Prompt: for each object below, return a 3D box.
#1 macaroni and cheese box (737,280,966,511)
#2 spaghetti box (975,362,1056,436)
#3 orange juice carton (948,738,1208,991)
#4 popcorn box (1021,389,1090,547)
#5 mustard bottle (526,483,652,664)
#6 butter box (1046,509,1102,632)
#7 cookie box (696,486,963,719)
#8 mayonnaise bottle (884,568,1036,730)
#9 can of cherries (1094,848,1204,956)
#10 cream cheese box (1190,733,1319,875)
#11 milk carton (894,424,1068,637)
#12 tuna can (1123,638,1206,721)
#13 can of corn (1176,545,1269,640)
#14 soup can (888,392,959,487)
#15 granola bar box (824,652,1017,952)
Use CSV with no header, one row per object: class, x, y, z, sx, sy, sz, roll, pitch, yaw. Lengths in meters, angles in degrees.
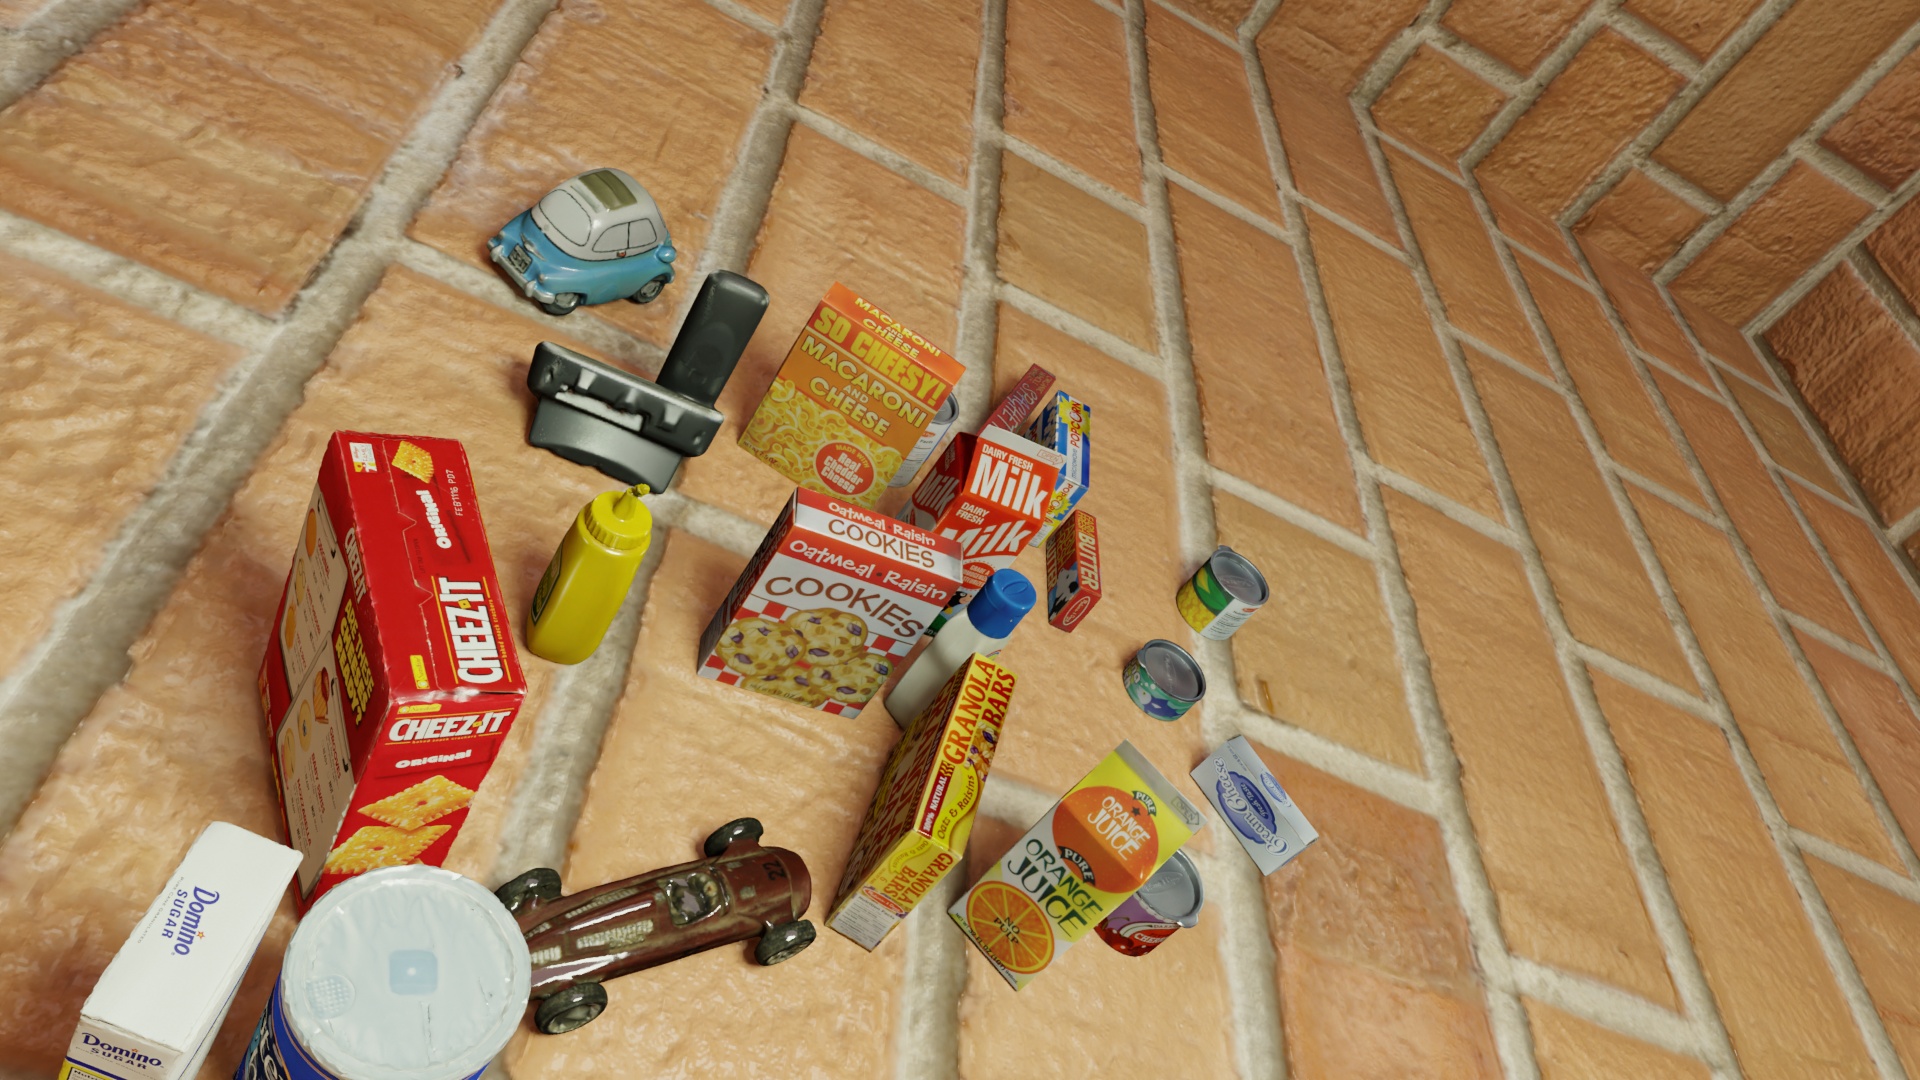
macaroni and cheese box,-0.089,-0.108,1.114,0.124,0.165,0.040,33,37,-6
spaghetti box,0.030,-0.094,1.289,0.029,0.050,0.251,37,37,-1
orange juice carton,0.079,0.205,0.898,0.072,0.191,0.073,46,38,12
popcorn box,0.081,-0.066,1.272,0.038,0.084,0.127,25,39,-15
mustard bottle,-0.231,0.013,0.880,0.049,0.159,0.065,18,41,-24
butter box,0.099,0.025,1.217,0.024,0.053,0.104,23,39,-18
cookie box,-0.091,0.046,0.950,0.123,0.166,0.040,19,41,-22
mayonnaise bottle,0.003,0.079,1.006,0.065,0.147,0.041,-20,64,-48
can of cherries,0.132,0.258,0.995,0.071,0.058,0.072,22,40,-19
cream cheese box,0.238,0.215,1.128,0.024,0.053,0.104,-13,59,-45
milk carton,0.004,-0.013,1.069,0.072,0.189,0.074,20,40,-21
tuna can,0.173,0.119,1.193,0.071,0.032,0.071,22,40,-19
can of corn,0.244,0.049,1.302,0.071,0.058,0.071,22,40,-19
soup can,-0.049,-0.099,1.204,0.071,0.083,0.072,22,40,-19
granola bar box,-0.024,0.168,0.911,0.039,0.123,0.166,32,38,-8
